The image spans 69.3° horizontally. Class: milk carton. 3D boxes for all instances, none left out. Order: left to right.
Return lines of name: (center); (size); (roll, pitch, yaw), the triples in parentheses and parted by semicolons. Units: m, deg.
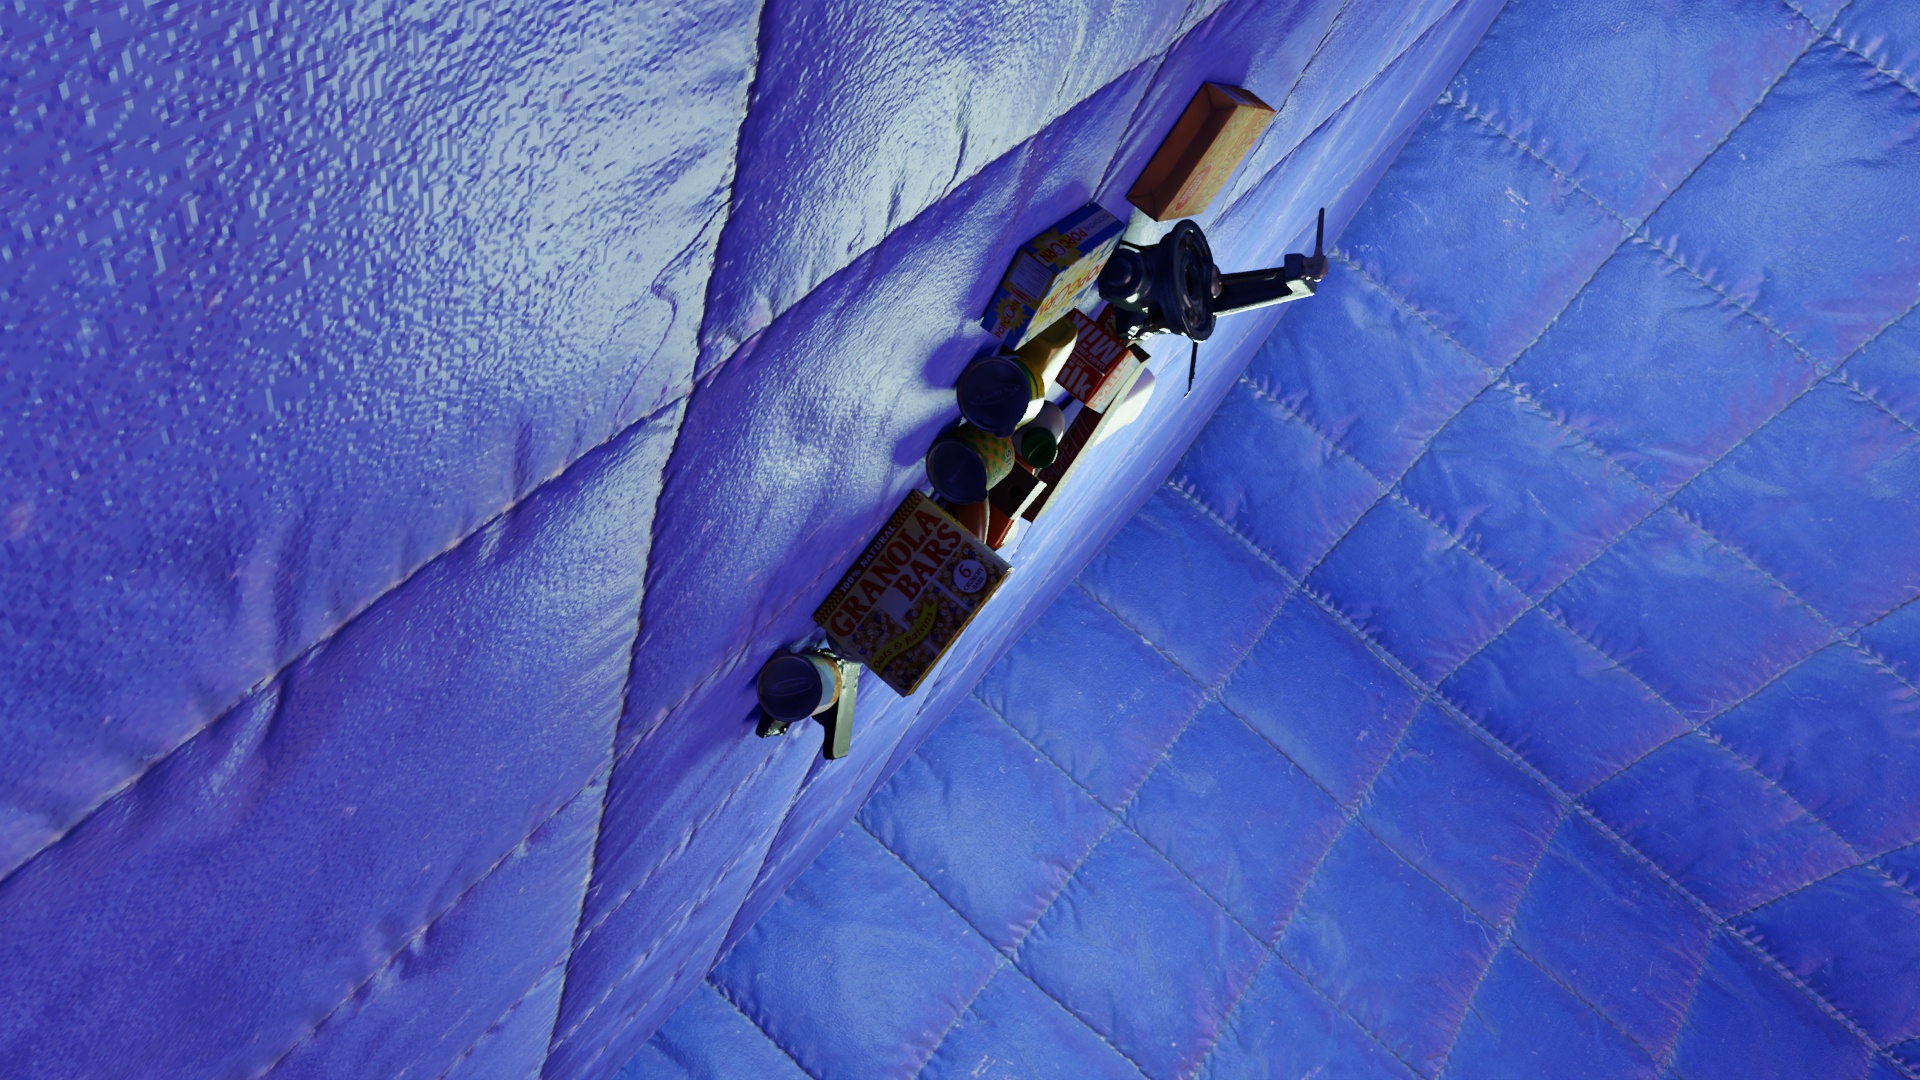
milk carton: (0.131, -0.186, 1.444); (0.073, 0.072, 0.191); (-52, 172, 9)

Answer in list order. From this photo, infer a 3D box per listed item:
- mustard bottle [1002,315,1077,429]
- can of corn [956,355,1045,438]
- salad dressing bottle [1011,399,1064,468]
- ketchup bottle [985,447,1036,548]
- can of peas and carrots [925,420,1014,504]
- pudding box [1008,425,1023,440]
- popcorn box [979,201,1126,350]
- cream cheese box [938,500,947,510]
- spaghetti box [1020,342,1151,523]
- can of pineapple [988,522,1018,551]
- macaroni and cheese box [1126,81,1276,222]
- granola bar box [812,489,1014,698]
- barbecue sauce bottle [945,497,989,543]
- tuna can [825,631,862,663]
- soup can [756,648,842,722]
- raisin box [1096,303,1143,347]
mustard bottle: (0.057, -0.148, 1.303); (0.065, 0.049, 0.159); (-41, 168, -38)
can of corn: (0.037, -0.127, 1.218); (0.071, 0.071, 0.058); (-53, 172, 18)
salad dressing bottle: (0.082, -0.111, 1.463); (0.064, 0.044, 0.148); (-41, -168, 12)
ketchup bottle: (0.055, -0.068, 1.603); (0.148, 0.065, 0.043); (-61, 161, 12)
can of peas and carrots: (0.012, -0.074, 1.310); (0.059, 0.071, 0.070); (-41, 167, -50)
pudding box: (0.048, -0.125, 1.416); (0.084, 0.030, 0.049); (-49, 173, -5)
popcorn box: (0.077, -0.218, 1.142); (0.127, 0.038, 0.084); (-41, 168, -46)
cream cheese box: (-0.001, -0.029, 1.538); (0.053, 0.024, 0.103); (-27, 171, 1)
spaghetti box: (0.140, -0.121, 1.617); (0.050, 0.029, 0.248); (-34, 161, -56)
can of pineapple: (0.033, -0.020, 1.668); (0.071, 0.071, 0.058); (-53, 171, 15)
macaroni and cheese box: (0.226, -0.361, 1.290); (0.123, 0.040, 0.167); (-54, 170, 26)
granola bar box: (-0.046, 0.052, 1.371); (0.165, 0.124, 0.039); (-51, 171, 6)
barbecue sauce bottle: (0.005, -0.018, 1.441); (0.044, 0.065, 0.147); (-2, 118, -19)
tuna can: (-0.108, 0.092, 1.438); (0.071, 0.071, 0.032); (-44, 170, -35)
soup can: (-0.159, 0.141, 1.381); (0.071, 0.071, 0.084); (-51, 172, 4)
raisin box: (0.186, -0.242, 1.596); (0.124, 0.040, 0.085); (-38, 166, -52)
